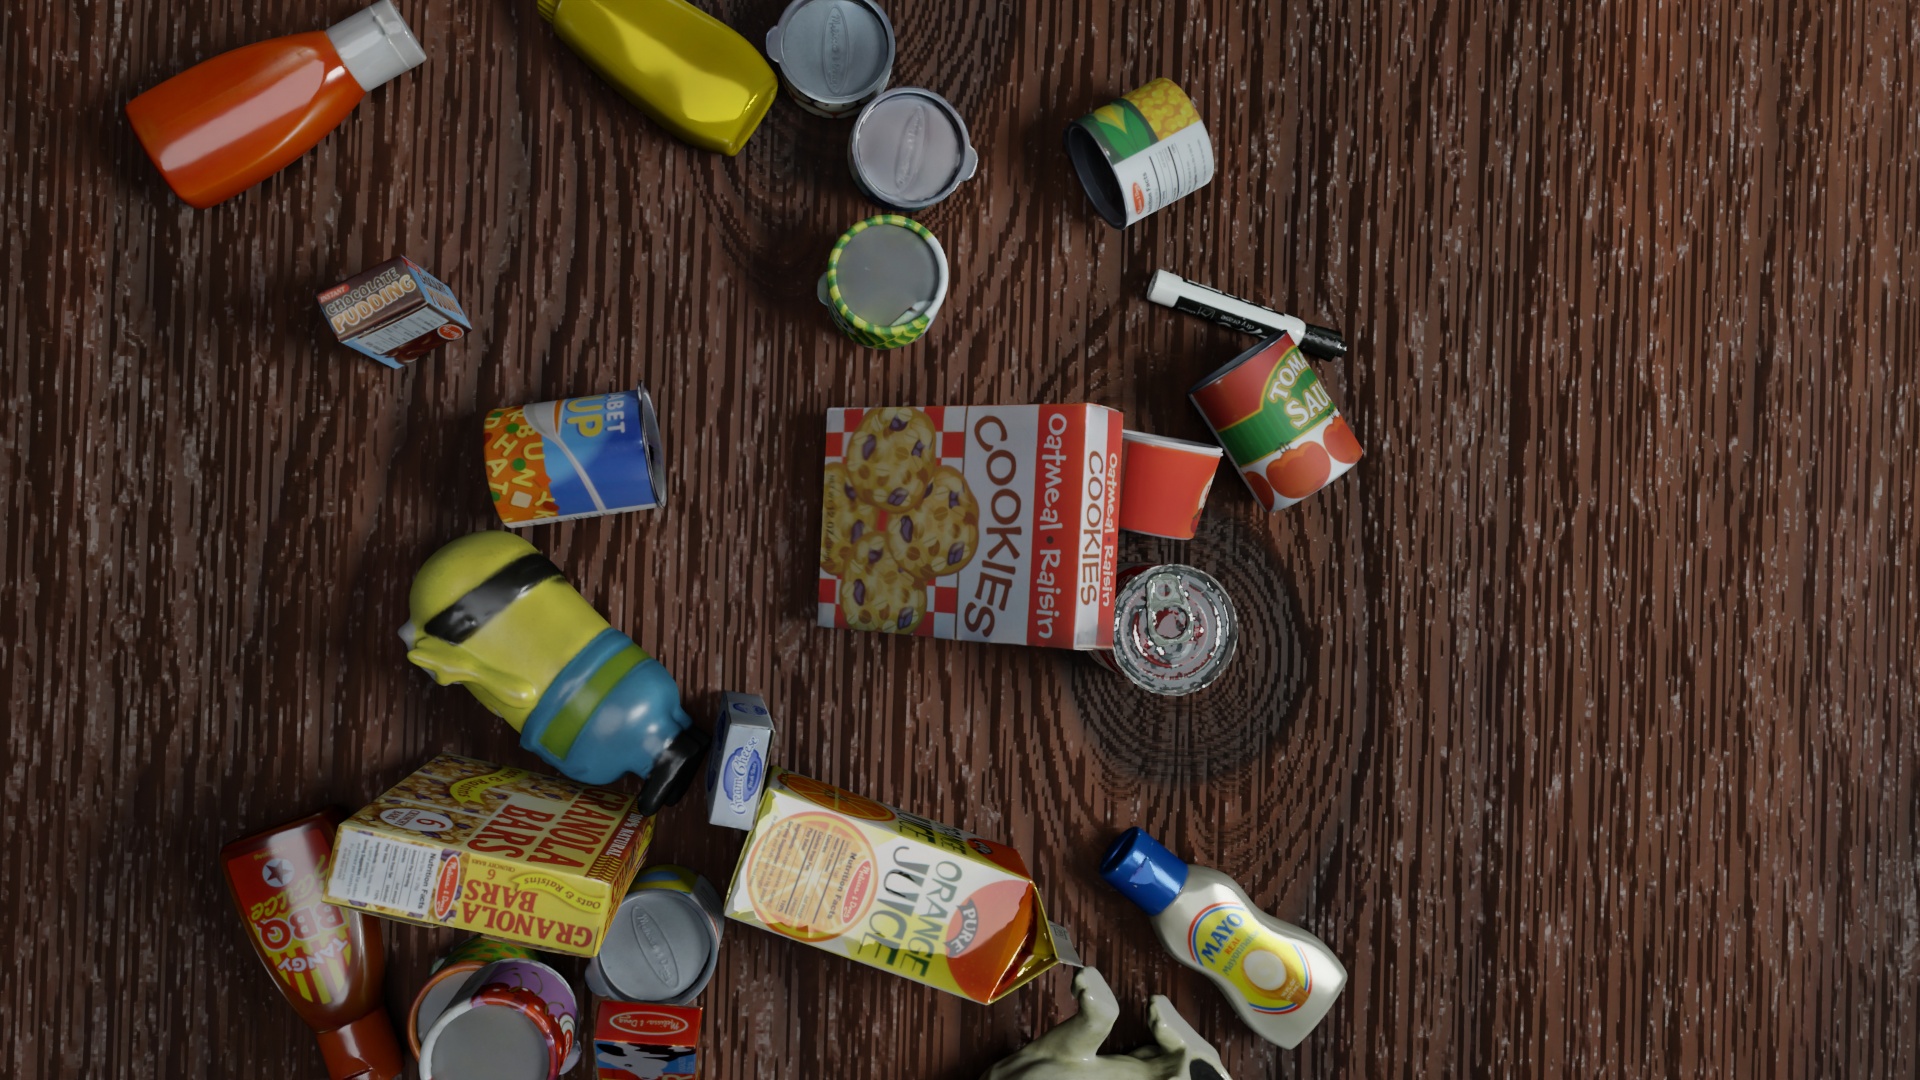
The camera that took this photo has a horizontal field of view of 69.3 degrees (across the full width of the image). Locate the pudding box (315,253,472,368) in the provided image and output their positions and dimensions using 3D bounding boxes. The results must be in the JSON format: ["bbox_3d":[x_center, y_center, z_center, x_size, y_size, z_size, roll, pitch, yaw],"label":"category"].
[{"bbox_3d":[-0.297,-0.119,0.733,0.050,0.083,0.030,-28,90,-4],"label":"pudding box"}]

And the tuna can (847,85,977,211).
[{"bbox_3d":[-0.027,-0.218,0.781,0.071,0.033,0.071,-2,98,-10],"label":"tuna can"}]

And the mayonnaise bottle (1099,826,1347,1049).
[{"bbox_3d":[0.146,0.223,0.795,0.148,0.041,0.065,39,88,-5],"label":"mayonnaise bottle"}]

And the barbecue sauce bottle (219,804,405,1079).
[{"bbox_3d":[-0.341,0.221,0.746,0.065,0.043,0.148,-19,92,-7],"label":"barbecue sauce bottle"}]

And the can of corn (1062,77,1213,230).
[{"bbox_3d":[0.100,-0.219,0.783,0.058,0.071,0.071,-29,93,-5],"label":"can of corn"}]

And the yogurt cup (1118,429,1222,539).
[{"bbox_3d":[0.109,-0.032,0.783,0.072,0.072,0.054,10,97,-5],"label":"yogurt cup"}]

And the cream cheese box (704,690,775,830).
[{"bbox_3d":[-0.118,0.115,0.739,0.024,0.104,0.053,12,91,-12],"label":"cream cheese box"}]

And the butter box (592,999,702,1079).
[{"bbox_3d":[-0.166,0.278,0.741,0.053,0.103,0.024,6,47,-6],"label":"butter box"}]

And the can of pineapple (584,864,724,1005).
[{"bbox_3d":[-0.165,0.215,0.756,0.071,0.058,0.071,0,90,-5],"label":"can of pineapple"}]

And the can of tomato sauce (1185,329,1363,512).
[{"bbox_3d":[0.179,-0.068,0.786,0.071,0.071,0.083,-34,94,-5],"label":"can of tomato sauce"}]

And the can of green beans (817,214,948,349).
[{"bbox_3d":[-0.042,-0.142,0.771,0.071,0.058,0.071,0,90,-5],"label":"can of green beans"}]

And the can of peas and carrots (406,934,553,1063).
[{"bbox_3d":[-0.258,0.250,0.747,0.071,0.058,0.071,0,89,-6],"label":"can of peas and carrots"}]

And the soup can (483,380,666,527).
[{"bbox_3d":[-0.207,-0.047,0.749,0.084,0.071,0.071,-8,91,-5],"label":"soup can"}]

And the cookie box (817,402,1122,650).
[{"bbox_3d":[0.003,-0.009,0.737,0.167,0.040,0.123,2,89,34],"label":"cookie box"}]

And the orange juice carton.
[{"bbox_3d":[-0.026,0.193,0.763,0.193,0.072,0.073,20,88,-5],"label":"orange juice carton"}]

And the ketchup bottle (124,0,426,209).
[{"bbox_3d":[-0.363,-0.240,0.747,0.149,0.043,0.064,-31,94,-5],"label":"ketchup bottle"}]

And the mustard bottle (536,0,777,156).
[{"bbox_3d":[-0.179,-0.278,0.763,0.160,0.049,0.065,35,87,-4],"label":"mustard bottle"}]

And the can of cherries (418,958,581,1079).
[{"bbox_3d":[-0.225,0.250,0.690,0.071,0.058,0.071,0,90,-6],"label":"can of cherries"}]

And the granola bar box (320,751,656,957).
[{"bbox_3d":[-0.226,0.153,0.697,0.124,0.165,0.039,14,91,-5],"label":"granola bar box"}]

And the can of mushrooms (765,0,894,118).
[{"bbox_3d":[-0.073,-0.274,0.781,0.071,0.033,0.071,0,90,-6],"label":"can of mushrooms"}]
